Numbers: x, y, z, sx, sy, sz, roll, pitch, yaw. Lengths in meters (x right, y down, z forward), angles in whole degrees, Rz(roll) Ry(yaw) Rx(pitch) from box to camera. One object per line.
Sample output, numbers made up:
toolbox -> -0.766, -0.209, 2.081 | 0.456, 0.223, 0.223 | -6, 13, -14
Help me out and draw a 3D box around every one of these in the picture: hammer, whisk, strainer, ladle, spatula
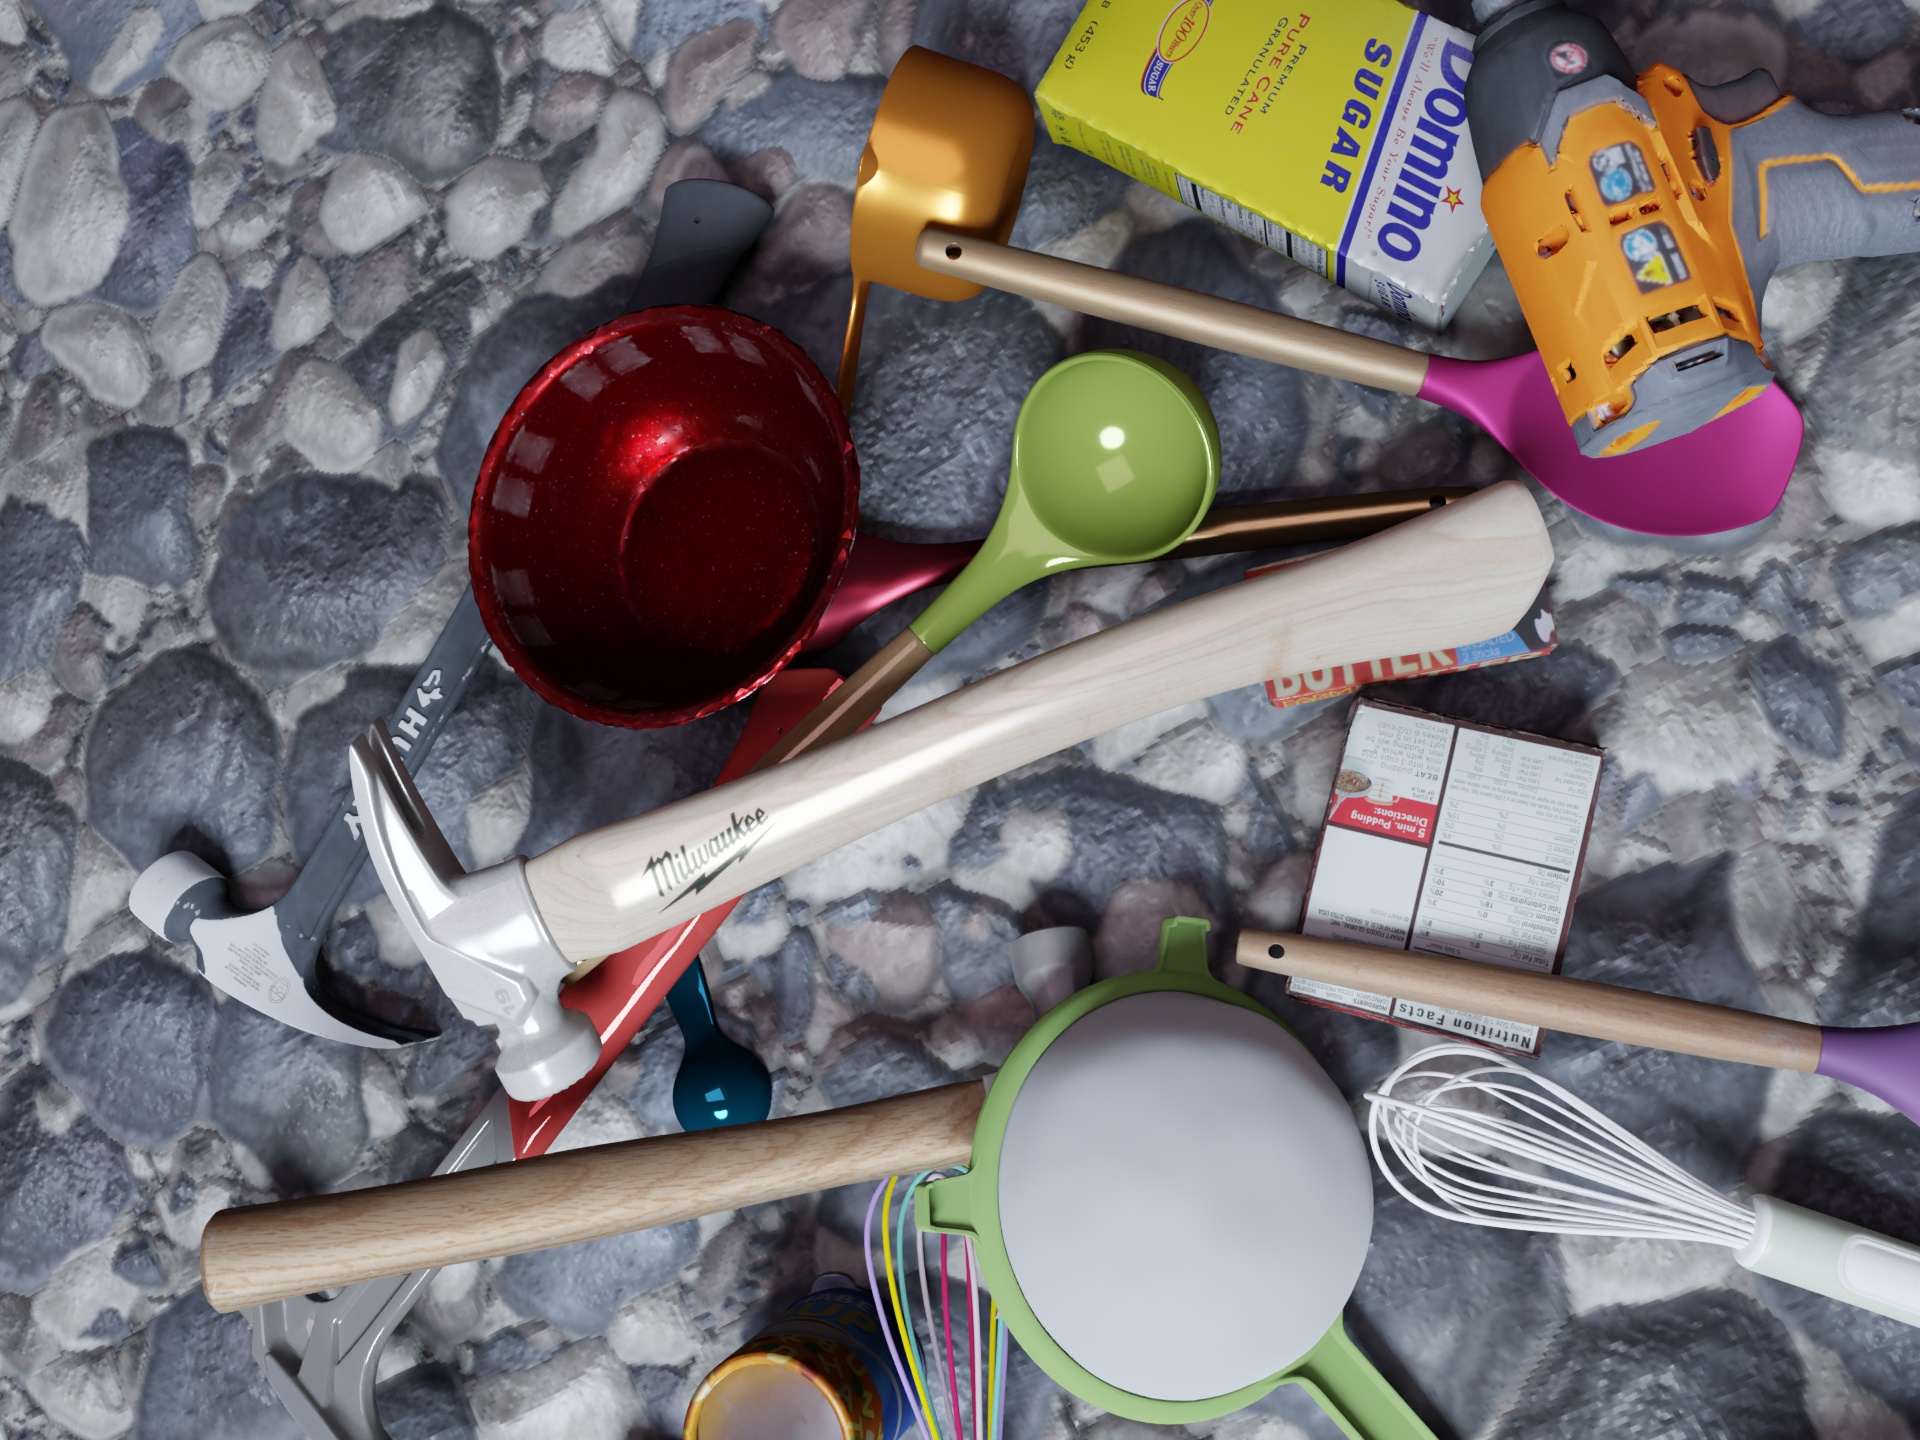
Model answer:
hammer -> -0.197, -0.048, 0.674 | 0.149, 0.036, 0.409 | 33, 95, 14
whisk -> 0.009, 0.278, 0.574 | 0.051, 0.047, 0.245 | -14, 74, 19
hammer -> -0.102, 0.166, 0.570 | 0.331, 0.031, 0.130 | -10, 64, -3
strainer -> 0.118, 0.196, 0.529 | 0.151, 0.069, 0.256 | -42, 91, -25
ladle -> -0.035, -0.012, 0.580 | 0.320, 0.062, 0.078 | -43, 88, 3
whisk -> 0.252, 0.164, 0.522 | 0.246, 0.059, 0.058 | 18, 79, 6
hammer -> -0.001, -0.002, 0.549 | 0.410, 0.038, 0.146 | -21, 108, 4
ladle -> 0.037, -0.065, 0.618 | 0.315, 0.031, 0.069 | -6, 84, 13
spatula -> 0.247, 0.103, 0.511 | 0.316, 0.018, 0.060 | 9, 82, 16
hammer -> -0.145, 0.132, 0.626 | 0.149, 0.036, 0.359 | 38, 91, 22

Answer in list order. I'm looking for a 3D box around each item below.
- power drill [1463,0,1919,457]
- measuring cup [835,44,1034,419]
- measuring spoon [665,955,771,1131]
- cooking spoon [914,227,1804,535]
power drill -> 0.281, -0.197, 0.514 | 0.226, 0.084, 0.164 | -20, 82, 3
measuring cup -> -0.014, -0.166, 0.620 | 0.052, 0.095, 0.173 | 16, 110, 5
measuring spoon -> -0.115, 0.112, 0.646 | 0.042, 0.021, 0.129 | -25, 80, 12
cooking spoon -> 0.139, -0.129, 0.564 | 0.319, 0.017, 0.068 | 15, 102, 1
